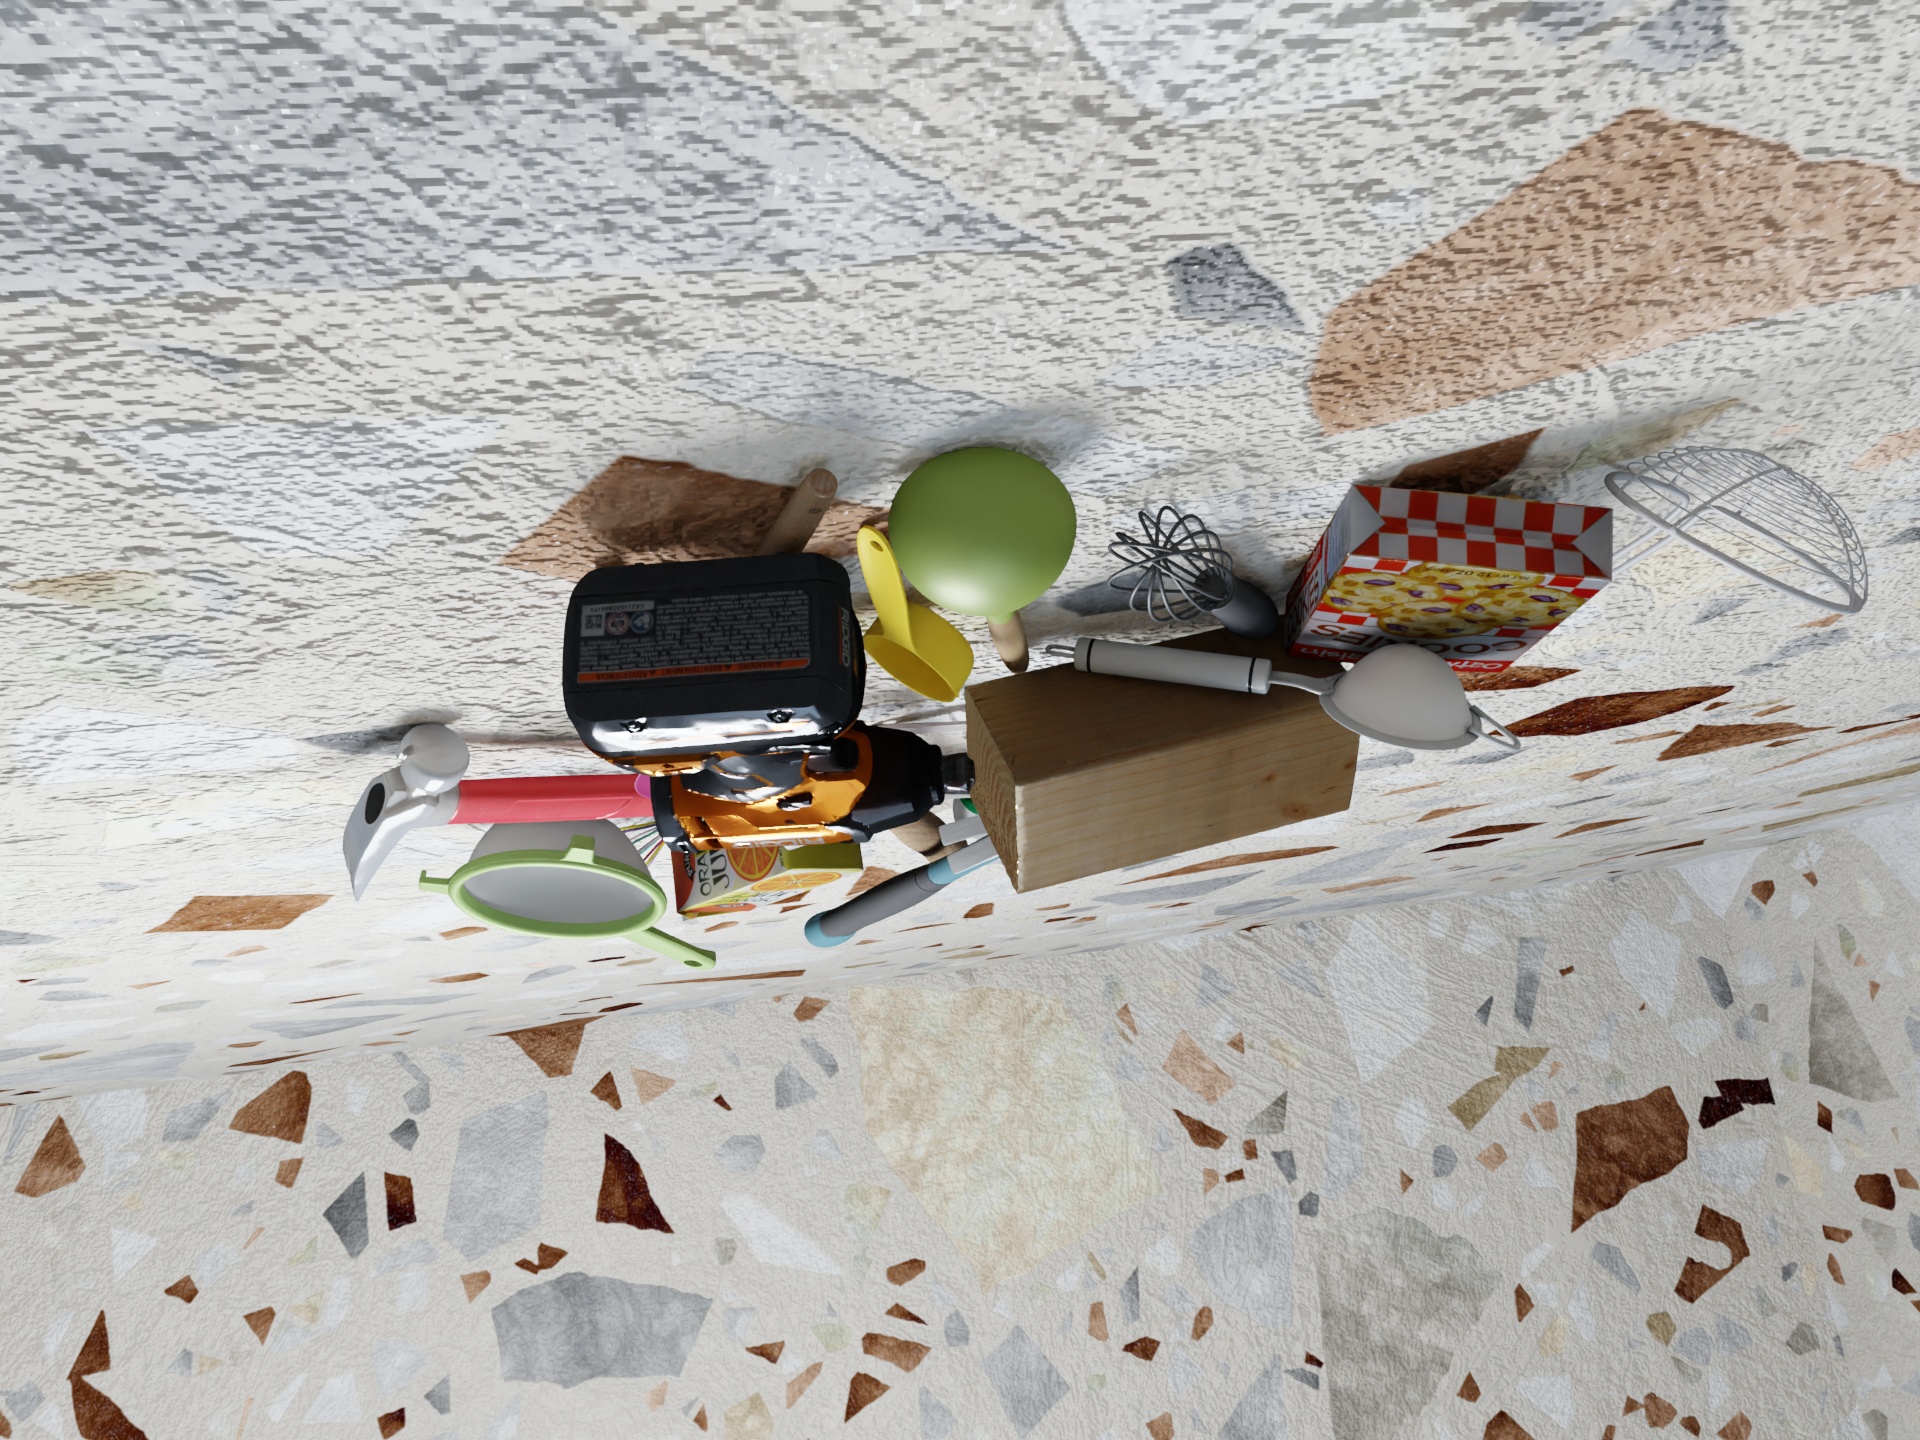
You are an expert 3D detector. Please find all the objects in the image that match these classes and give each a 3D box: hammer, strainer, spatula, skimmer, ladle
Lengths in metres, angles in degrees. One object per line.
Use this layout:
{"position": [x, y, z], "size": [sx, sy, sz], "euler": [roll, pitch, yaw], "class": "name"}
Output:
{"position": [-0.030, 0.074, 1.130], "size": [0.130, 0.031, 0.331], "euler": [-18, 167, 4], "class": "hammer"}
{"position": [-0.196, 0.056, 1.033], "size": [0.386, 0.038, 0.143], "euler": [0, 145, -42], "class": "hammer"}
{"position": [-0.019, 0.116, 1.177], "size": [0.128, 0.033, 0.331], "euler": [-8, 165, -38], "class": "hammer"}
{"position": [-0.258, 0.121, 1.174], "size": [0.151, 0.069, 0.256], "euler": [-14, 151, 24], "class": "strainer"}
{"position": [0.169, -0.024, 0.857], "size": [0.258, 0.050, 0.087], "euler": [8, -151, 17], "class": "strainer"}
{"position": [-0.109, -0.051, 0.759], "size": [0.059, 0.018, 0.316], "euler": [3, 164, -21], "class": "spatula"}
{"position": [0.351, -0.061, 0.875], "size": [0.127, 0.090, 0.363], "euler": [24, 166, -1], "class": "skimmer"}
{"position": [0.020, -0.062, 0.777], "size": [0.078, 0.062, 0.320], "euler": [-5, 173, 4], "class": "ladle"}

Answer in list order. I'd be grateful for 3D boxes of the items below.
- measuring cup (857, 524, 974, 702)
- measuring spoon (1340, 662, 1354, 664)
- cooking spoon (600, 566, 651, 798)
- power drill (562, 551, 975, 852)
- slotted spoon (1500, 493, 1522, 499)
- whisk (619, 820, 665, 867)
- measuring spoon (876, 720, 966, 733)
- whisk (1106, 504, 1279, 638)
{"position": [-0.025, -0.058, 0.764], "size": [0.062, 0.029, 0.156], "euler": [28, 160, 18], "class": "measuring cup"}
{"position": [0.251, -0.051, 1.011], "size": [0.042, 0.021, 0.128], "euler": [-34, 169, 13], "class": "measuring spoon"}
{"position": [-0.157, -0.009, 0.841], "size": [0.068, 0.017, 0.318], "euler": [-16, 162, -7], "class": "cooking spoon"}
{"position": [-0.081, 0.004, 0.741], "size": [0.164, 0.084, 0.226], "euler": [-4, 159, 3], "class": "power drill"}
{"position": [0.288, -0.067, 0.938], "size": [0.070, 0.031, 0.313], "euler": [-21, 164, 0], "class": "slotted spoon"}
{"position": [-0.224, 0.087, 1.194], "size": [0.051, 0.047, 0.245], "euler": [4, 158, -40], "class": "whisk"}
{"position": [-0.002, -0.003, 1.043], "size": [0.124, 0.018, 0.034], "euler": [-5, 167, 11], "class": "measuring spoon"}
{"position": [0.126, -0.065, 0.805], "size": [0.055, 0.055, 0.238], "euler": [-15, 170, 21], "class": "whisk"}
